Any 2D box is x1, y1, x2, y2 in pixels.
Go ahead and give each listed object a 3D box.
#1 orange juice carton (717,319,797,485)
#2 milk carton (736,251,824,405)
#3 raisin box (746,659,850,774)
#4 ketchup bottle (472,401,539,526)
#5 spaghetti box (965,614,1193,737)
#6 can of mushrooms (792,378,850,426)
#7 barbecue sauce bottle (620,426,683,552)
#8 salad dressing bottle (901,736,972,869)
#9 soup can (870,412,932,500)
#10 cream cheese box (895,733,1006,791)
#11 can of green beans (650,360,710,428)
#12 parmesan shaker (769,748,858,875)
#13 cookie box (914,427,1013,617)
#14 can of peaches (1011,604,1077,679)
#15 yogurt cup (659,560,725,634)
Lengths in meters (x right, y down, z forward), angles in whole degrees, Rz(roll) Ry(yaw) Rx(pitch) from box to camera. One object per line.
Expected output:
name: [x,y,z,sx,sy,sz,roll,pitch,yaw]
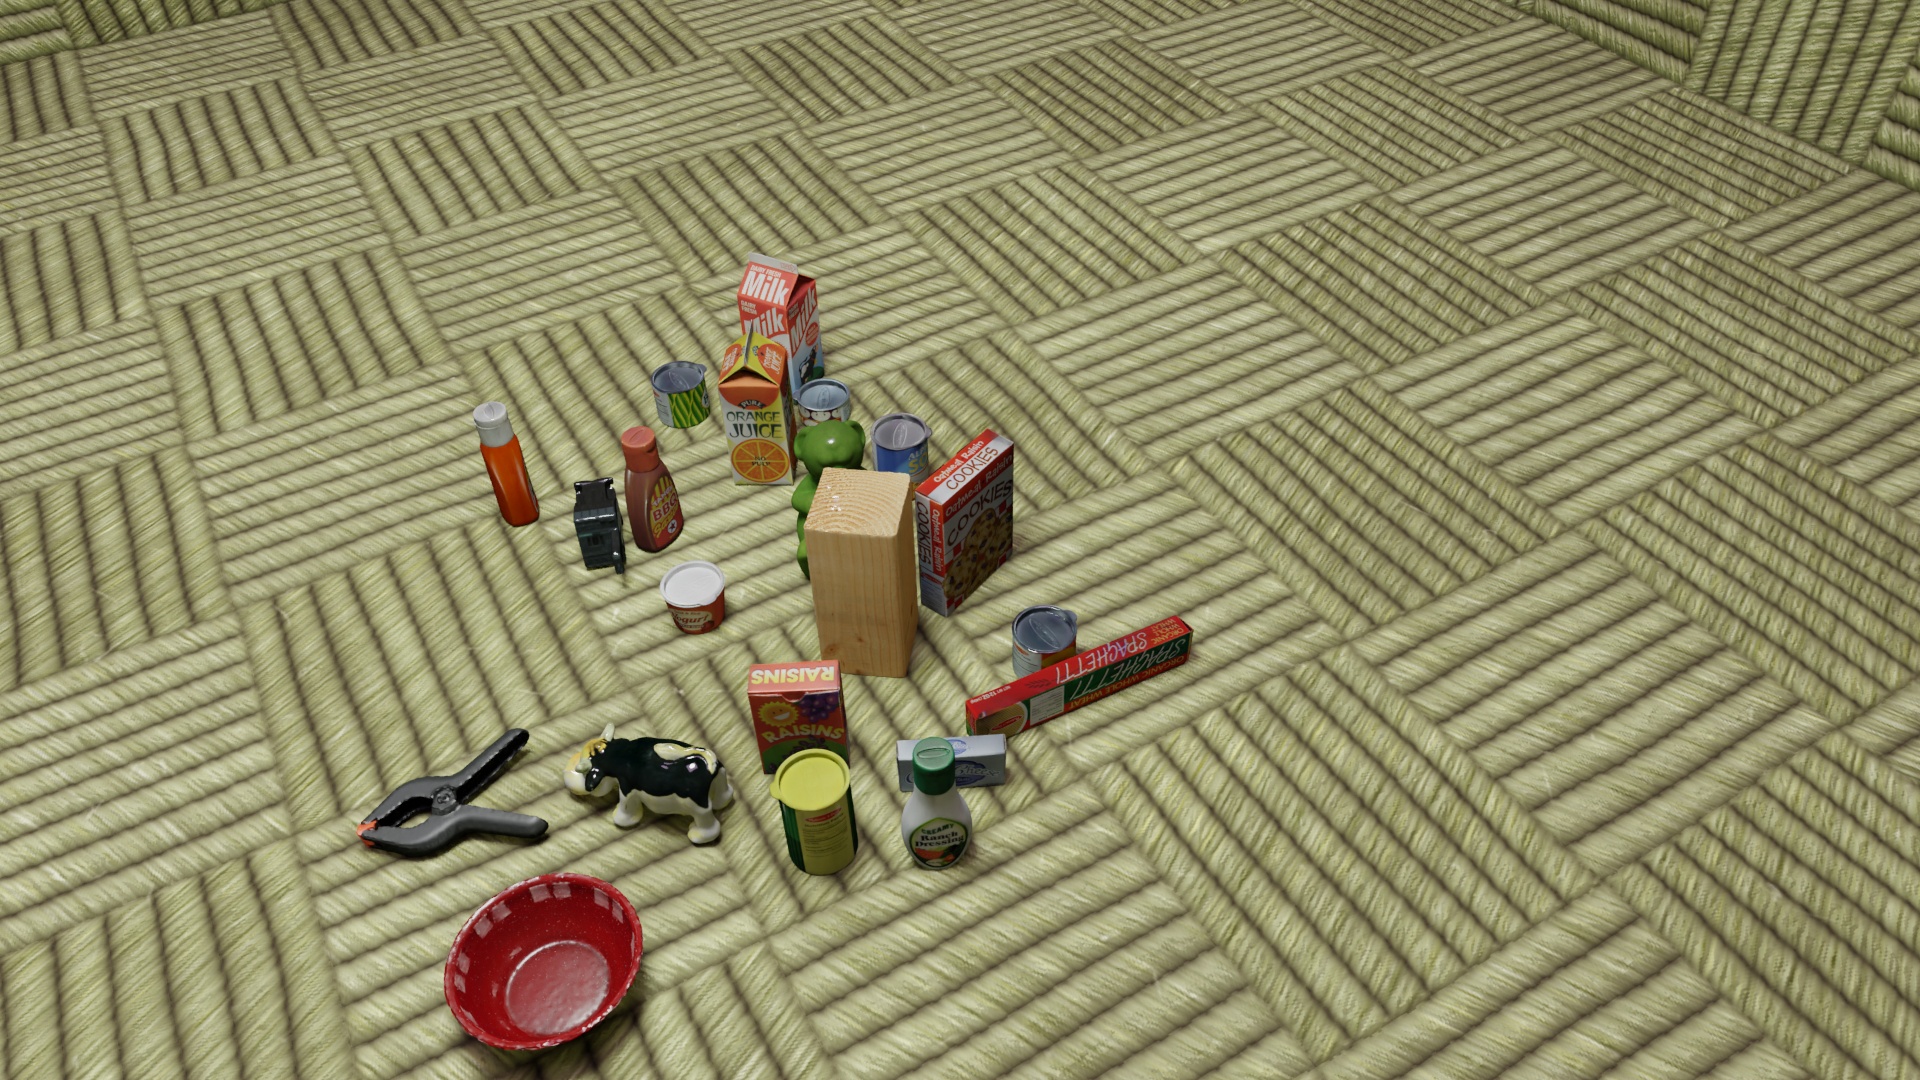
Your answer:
orange juice carton: [-0.235,-0.158,1.609,0.073,0.191,0.072,0,44,2]
milk carton: [-0.224,-0.270,1.729,0.072,0.189,0.074,18,47,19]
raisin box: [-0.152,0.168,1.315,0.086,0.122,0.040,-3,44,-1]
ketchup bottle: [-0.517,-0.089,1.576,0.044,0.148,0.065,-20,47,-18]
spaghetti box: [0.120,0.140,1.390,0.251,0.049,0.029,-20,47,-19]
can of mushrooms: [-0.173,-0.171,1.736,0.071,0.033,0.071,-1,44,1]
barbecue sauce bottle: [-0.346,-0.059,1.541,0.044,0.147,0.065,19,47,20]
salad dressing bottle: [-0.022,0.232,1.227,0.064,0.146,0.044,-6,44,-5]
soup can: [-0.067,-0.096,1.618,0.071,0.083,0.072,-1,44,1]
cream cheese box: [-0.008,0.211,1.317,0.104,0.053,0.024,-3,44,-2]
can of green beans: [-0.349,-0.182,1.735,0.071,0.057,0.071,-1,44,1]
parmesan shaker: [-0.131,0.246,1.248,0.071,0.102,0.072,-1,44,1]
cookie box: [0.005,-0.018,1.475,0.040,0.166,0.123,27,51,27]
can of peaches: [0.087,0.108,1.419,0.071,0.057,0.071,-1,44,1]
yogurt cup: [-0.282,0.063,1.479,0.072,0.053,0.073,-1,44,1]
